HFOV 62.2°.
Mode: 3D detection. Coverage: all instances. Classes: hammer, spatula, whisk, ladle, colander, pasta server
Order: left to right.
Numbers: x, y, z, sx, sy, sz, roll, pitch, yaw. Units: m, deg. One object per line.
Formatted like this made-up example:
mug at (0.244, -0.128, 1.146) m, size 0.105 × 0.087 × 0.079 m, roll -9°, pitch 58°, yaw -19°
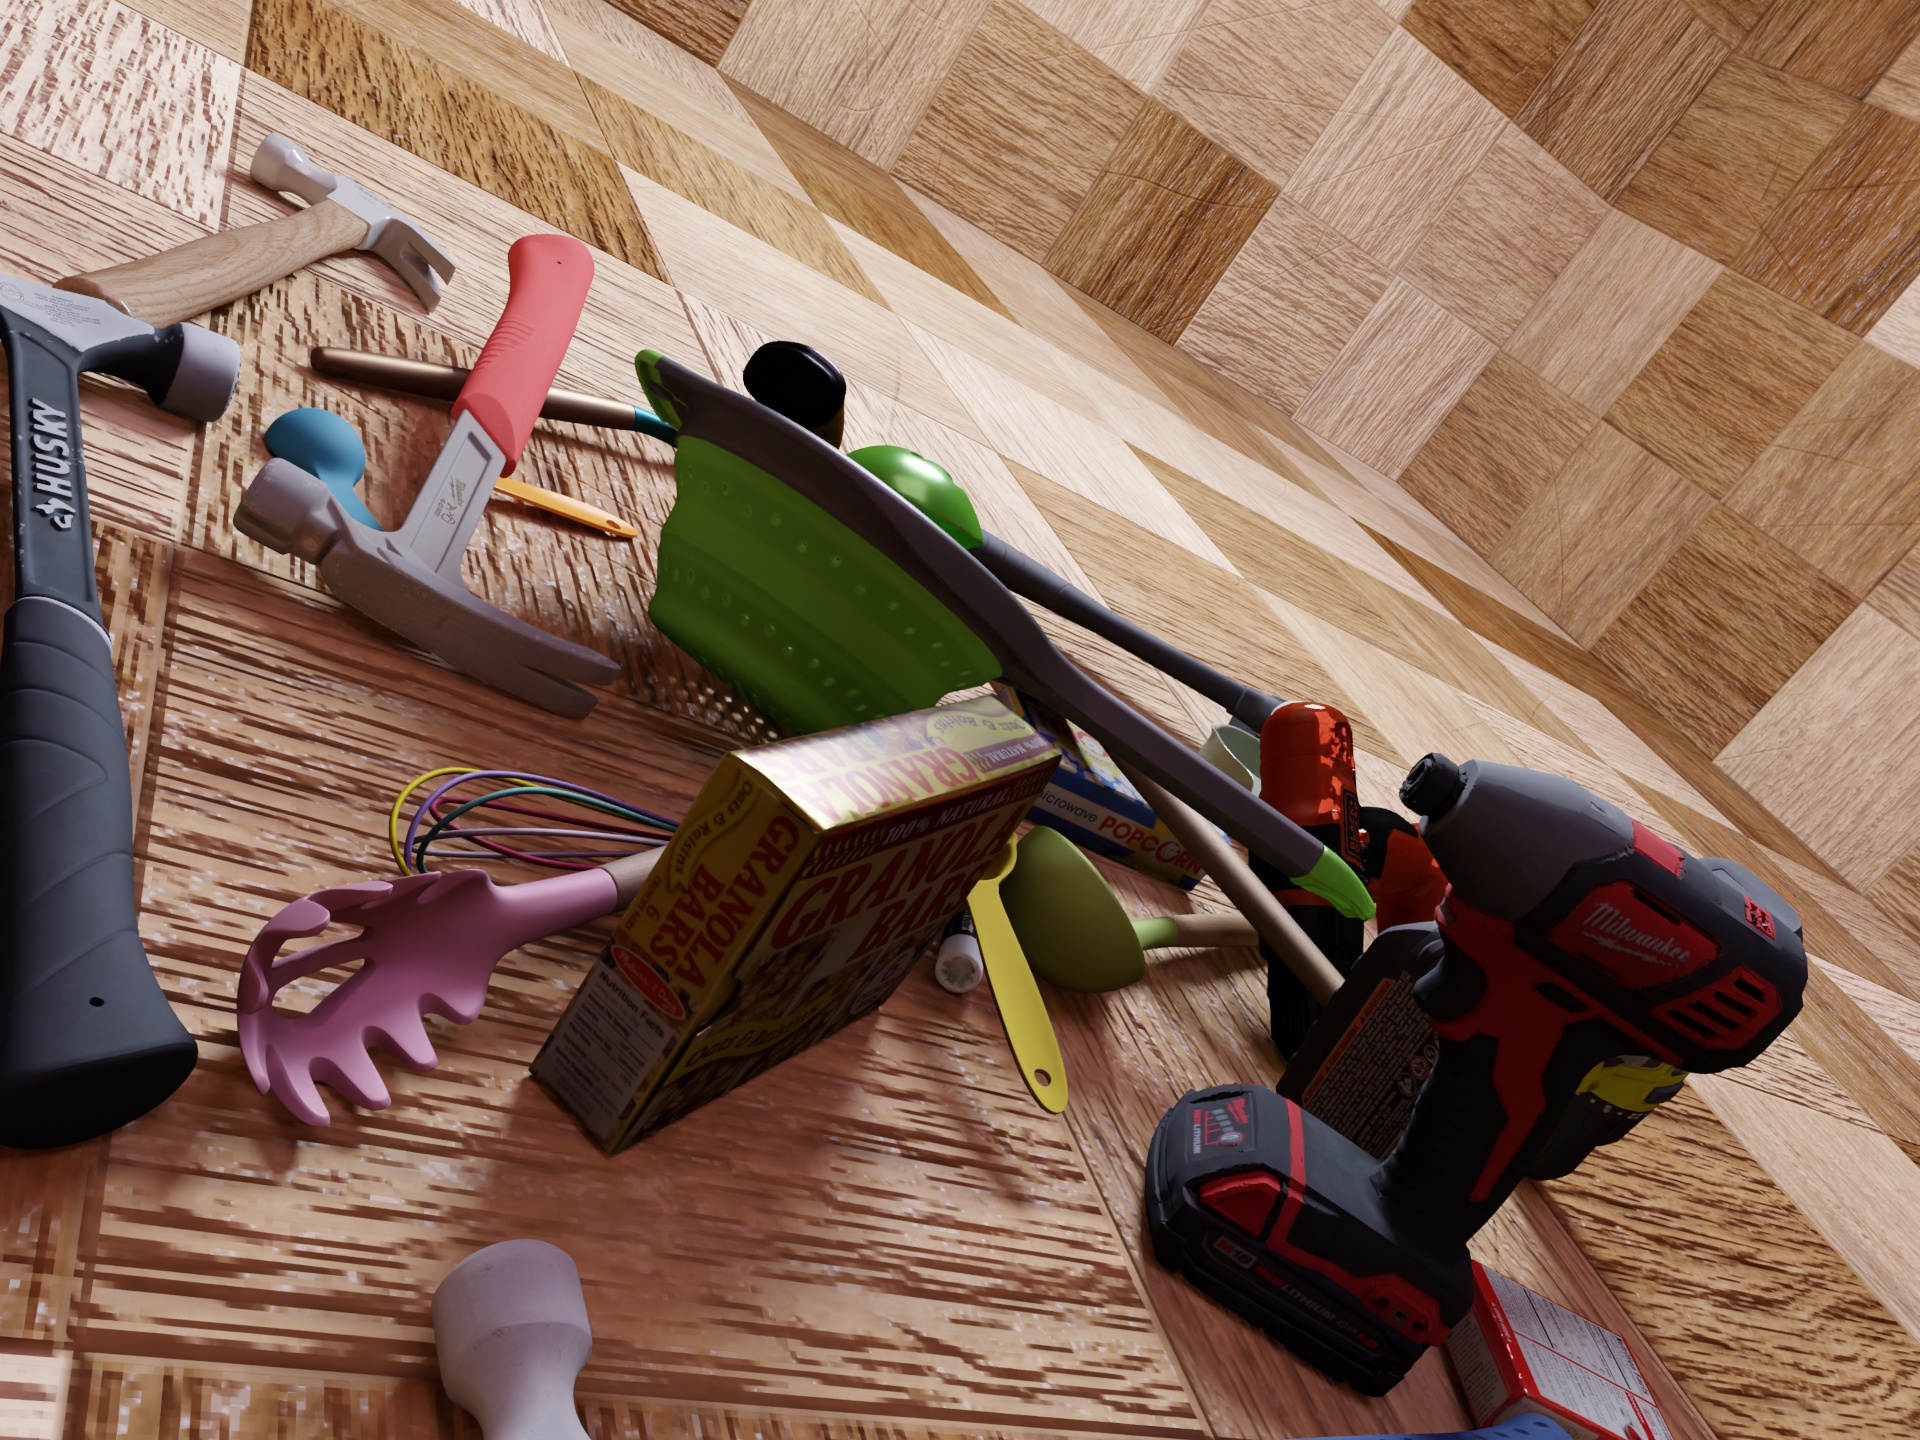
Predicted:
hammer at (-0.279, -0.040, 0.482) m, size 0.149 × 0.036 × 0.409 m, roll 16°, pitch 29°, yaw -40°
hammer at (-0.348, -0.231, 0.793) m, size 0.130 × 0.031 × 0.331 m, roll 30°, pitch 22°, yaw -13°
hammer at (-0.206, -0.143, 0.741) m, size 0.149 × 0.036 × 0.359 m, roll 31°, pitch 29°, yaw -22°
spatula at (-0.208, -0.181, 0.878) m, size 0.317 × 0.082 × 0.044 m, roll 0°, pitch 75°, yaw -51°
whisk at (-0.100, 0.043, 0.571) m, size 0.047 × 0.051 × 0.244 m, roll 41°, pitch 18°, yaw 29°
pasta server at (-0.089, 0.051, 0.510) m, size 0.040 × 0.060 × 0.316 m, roll 14°, pitch 16°, yaw 33°
hammer at (-0.074, -0.126, 0.796) m, size 0.127 × 0.034 × 0.337 m, roll 35°, pitch -4°, yaw -5°
colander at (-0.001, -0.002, 0.698) m, size 0.397 × 0.094 × 0.204 m, roll 35°, pitch -6°, yaw -1°
hammer at (0.085, -0.074, 1.079) m, size 0.335 × 0.035 × 0.146 m, roll 30°, pitch 2°, yaw 0°
hammer at (0.059, 0.221, 0.436) m, size 0.405 × 0.035 × 0.144 m, roll 19°, pitch 26°, yaw -37°
ladle at (0.121, 0.094, 0.778) m, size 0.320 × 0.062 × 0.078 m, roll 10°, pitch 32°, yaw -54°

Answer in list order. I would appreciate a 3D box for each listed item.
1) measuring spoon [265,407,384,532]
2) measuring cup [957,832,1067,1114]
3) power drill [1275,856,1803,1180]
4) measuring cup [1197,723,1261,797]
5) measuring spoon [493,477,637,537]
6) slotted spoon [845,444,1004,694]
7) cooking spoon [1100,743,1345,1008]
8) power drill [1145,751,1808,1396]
measuring spoon at (-0.249, -0.094, 0.660) m, size 0.042 × 0.021 × 0.129 m, roll 8°, pitch 33°, yaw -50°
measuring cup at (0.006, 0.088, 0.614) m, size 0.062 × 0.029 × 0.157 m, roll 11°, pitch 42°, yaw -34°
power drill at (0.257, 0.154, 0.719) m, size 0.228 × 0.190 × 0.080 m, roll -1°, pitch 40°, yaw -36°
measuring cup at (0.175, 0.056, 0.970) m, size 0.083 × 0.038 × 0.168 m, roll 34°, pitch 23°, yaw -3°
measuring spoon at (-0.205, -0.104, 0.774) m, size 0.116 × 0.011 × 0.021 m, roll 15°, pitch 28°, yaw -50°
slotted spoon at (0.000, -0.063, 0.790) m, size 0.070 × 0.031 × 0.313 m, roll 31°, pitch -9°, yaw 17°
cooking spoon at (0.095, 0.030, 0.793) m, size 0.319 × 0.017 × 0.068 m, roll 52°, pitch 0°, yaw 32°
power drill at (0.166, 0.118, 0.560) m, size 0.143 × 0.219 × 0.078 m, roll 34°, pitch 20°, yaw -3°
